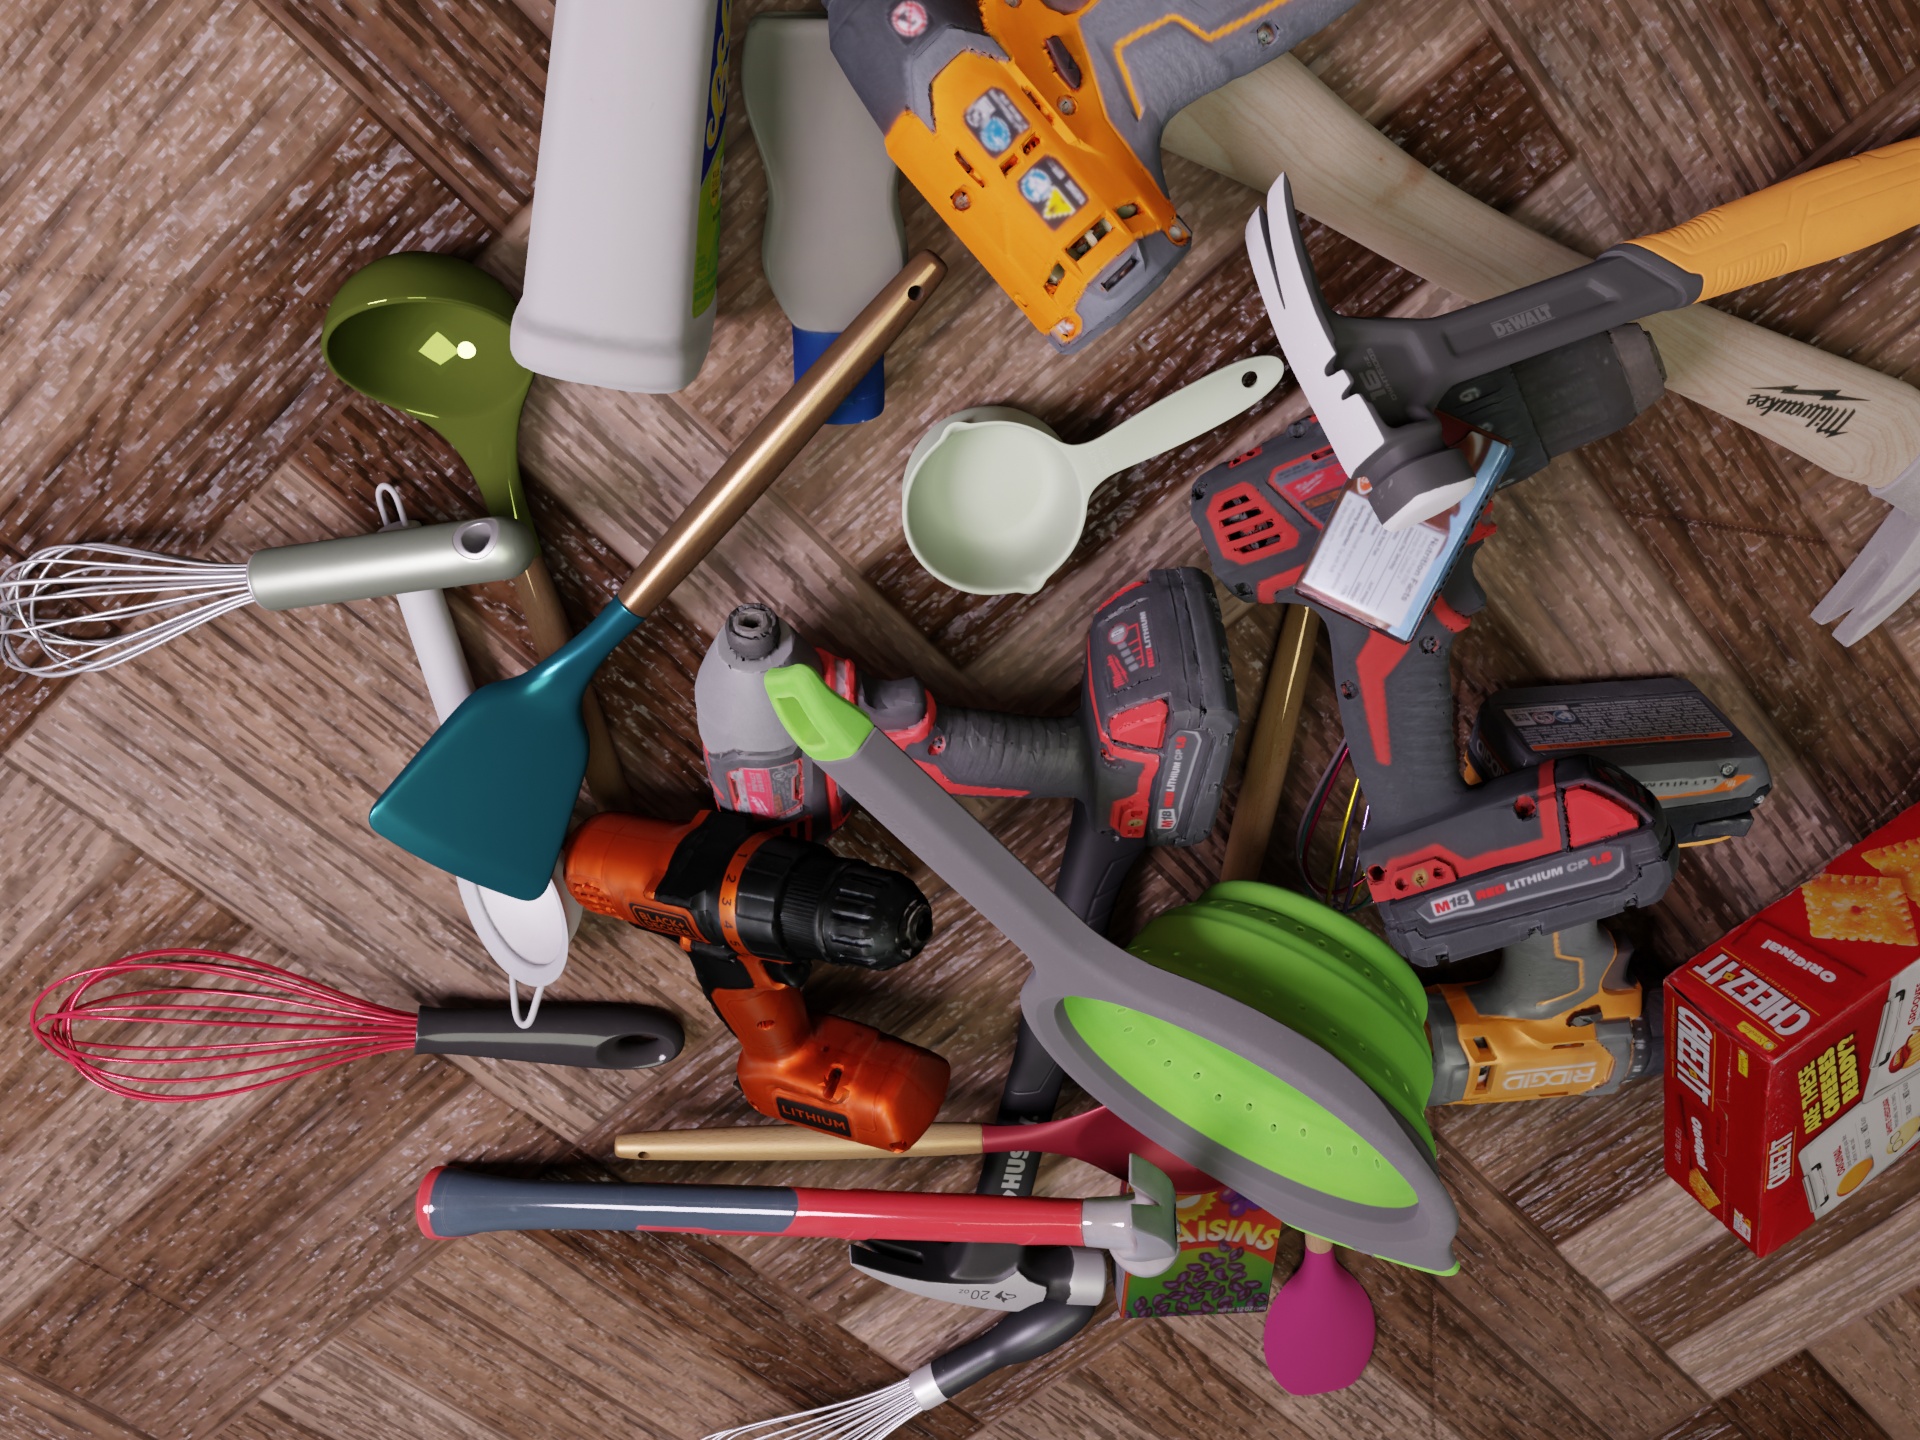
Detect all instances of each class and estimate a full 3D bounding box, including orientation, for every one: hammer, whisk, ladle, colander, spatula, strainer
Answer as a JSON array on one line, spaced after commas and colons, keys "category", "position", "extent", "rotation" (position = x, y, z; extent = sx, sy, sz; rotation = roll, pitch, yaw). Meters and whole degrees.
[{"category": "hammer", "position": [0.259, -0.160, 0.655], "extent": [0.410, 0.038, 0.146], "rotation": [20, 116, -15]}, {"category": "hammer", "position": [0.269, -0.177, 0.589], "extent": [0.337, 0.034, 0.127], "rotation": [-20, 79, -17]}, {"category": "whisk", "position": [-0.281, 0.148, 0.763], "extent": [0.295, 0.073, 0.073], "rotation": [5, 118, -16]}, {"category": "whisk", "position": [-0.282, -0.054, 0.633], "extent": [0.246, 0.058, 0.059], "rotation": [-6, 158, 13]}, {"category": "ladle", "position": [-0.015, 0.211, 0.797], "extent": [0.315, 0.031, 0.069], "rotation": [-1, 122, 0]}, {"category": "whisk", "position": [-0.046, 0.402, 0.924], "extent": [0.284, 0.070, 0.070], "rotation": [-31, 117, 6]}, {"category": "colander", "position": [0.082, 0.084, 0.662], "extent": [0.396, 0.204, 0.094], "rotation": [45, 66, -24]}, {"category": "spatula", "position": [-0.111, -0.057, 0.627], "extent": [0.082, 0.044, 0.317], "rotation": [33, 111, -31]}, {"category": "whisk", "position": [0.197, -0.011, 0.733], "extent": [0.047, 0.051, 0.244], "rotation": [-6, 117, -26]}, {"category": "hammer", "position": [-0.089, 0.238, 0.778], "extent": [0.386, 0.038, 0.143], "rotation": [-1, 154, 10]}, {"category": "hammer", "position": [0.036, 0.175, 0.817], "extent": [0.146, 0.035, 0.334], "rotation": [7, 118, -10]}, {"category": "ladle", "position": [-0.178, -0.040, 0.669], "extent": [0.078, 0.062, 0.319], "rotation": [-8, 122, 7]}, {"category": "strainer", "position": [-0.212, 0.018, 0.705], "extent": [0.087, 0.050, 0.258], "rotation": [10, 122, 40]}]

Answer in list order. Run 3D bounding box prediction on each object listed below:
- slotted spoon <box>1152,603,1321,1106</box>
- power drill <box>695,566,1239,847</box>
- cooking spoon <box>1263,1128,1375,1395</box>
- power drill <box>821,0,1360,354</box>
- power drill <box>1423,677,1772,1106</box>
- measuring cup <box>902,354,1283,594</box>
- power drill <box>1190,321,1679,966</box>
[{"category": "slotted spoon", "position": [0.139, 0.071, 0.775], "extent": [0.070, 0.031, 0.313], "rotation": [11, 116, 6]}, {"category": "power drill", "position": [-0.001, -0.002, 0.673], "extent": [0.219, 0.079, 0.143], "rotation": [-3, 144, -2]}, {"category": "cooking spoon", "position": [0.202, 0.279, 0.899], "extent": [0.069, 0.017, 0.318], "rotation": [-9, 120, -1]}, {"category": "power drill", "position": [0.067, -0.259, 0.533], "extent": [0.226, 0.084, 0.164], "rotation": [-42, 102, 6]}, {"category": "power drill", "position": [0.321, 0.094, 0.778], "extent": [0.185, 0.084, 0.226], "rotation": [-4, 123, -6]}, {"category": "measuring cup", "position": [0.053, -0.114, 0.661], "extent": [0.167, 0.038, 0.083], "rotation": [-26, 118, 7]}, {"category": "power drill", "position": [0.216, -0.034, 0.643], "extent": [0.188, 0.080, 0.226], "rotation": [-22, 92, 22]}]
